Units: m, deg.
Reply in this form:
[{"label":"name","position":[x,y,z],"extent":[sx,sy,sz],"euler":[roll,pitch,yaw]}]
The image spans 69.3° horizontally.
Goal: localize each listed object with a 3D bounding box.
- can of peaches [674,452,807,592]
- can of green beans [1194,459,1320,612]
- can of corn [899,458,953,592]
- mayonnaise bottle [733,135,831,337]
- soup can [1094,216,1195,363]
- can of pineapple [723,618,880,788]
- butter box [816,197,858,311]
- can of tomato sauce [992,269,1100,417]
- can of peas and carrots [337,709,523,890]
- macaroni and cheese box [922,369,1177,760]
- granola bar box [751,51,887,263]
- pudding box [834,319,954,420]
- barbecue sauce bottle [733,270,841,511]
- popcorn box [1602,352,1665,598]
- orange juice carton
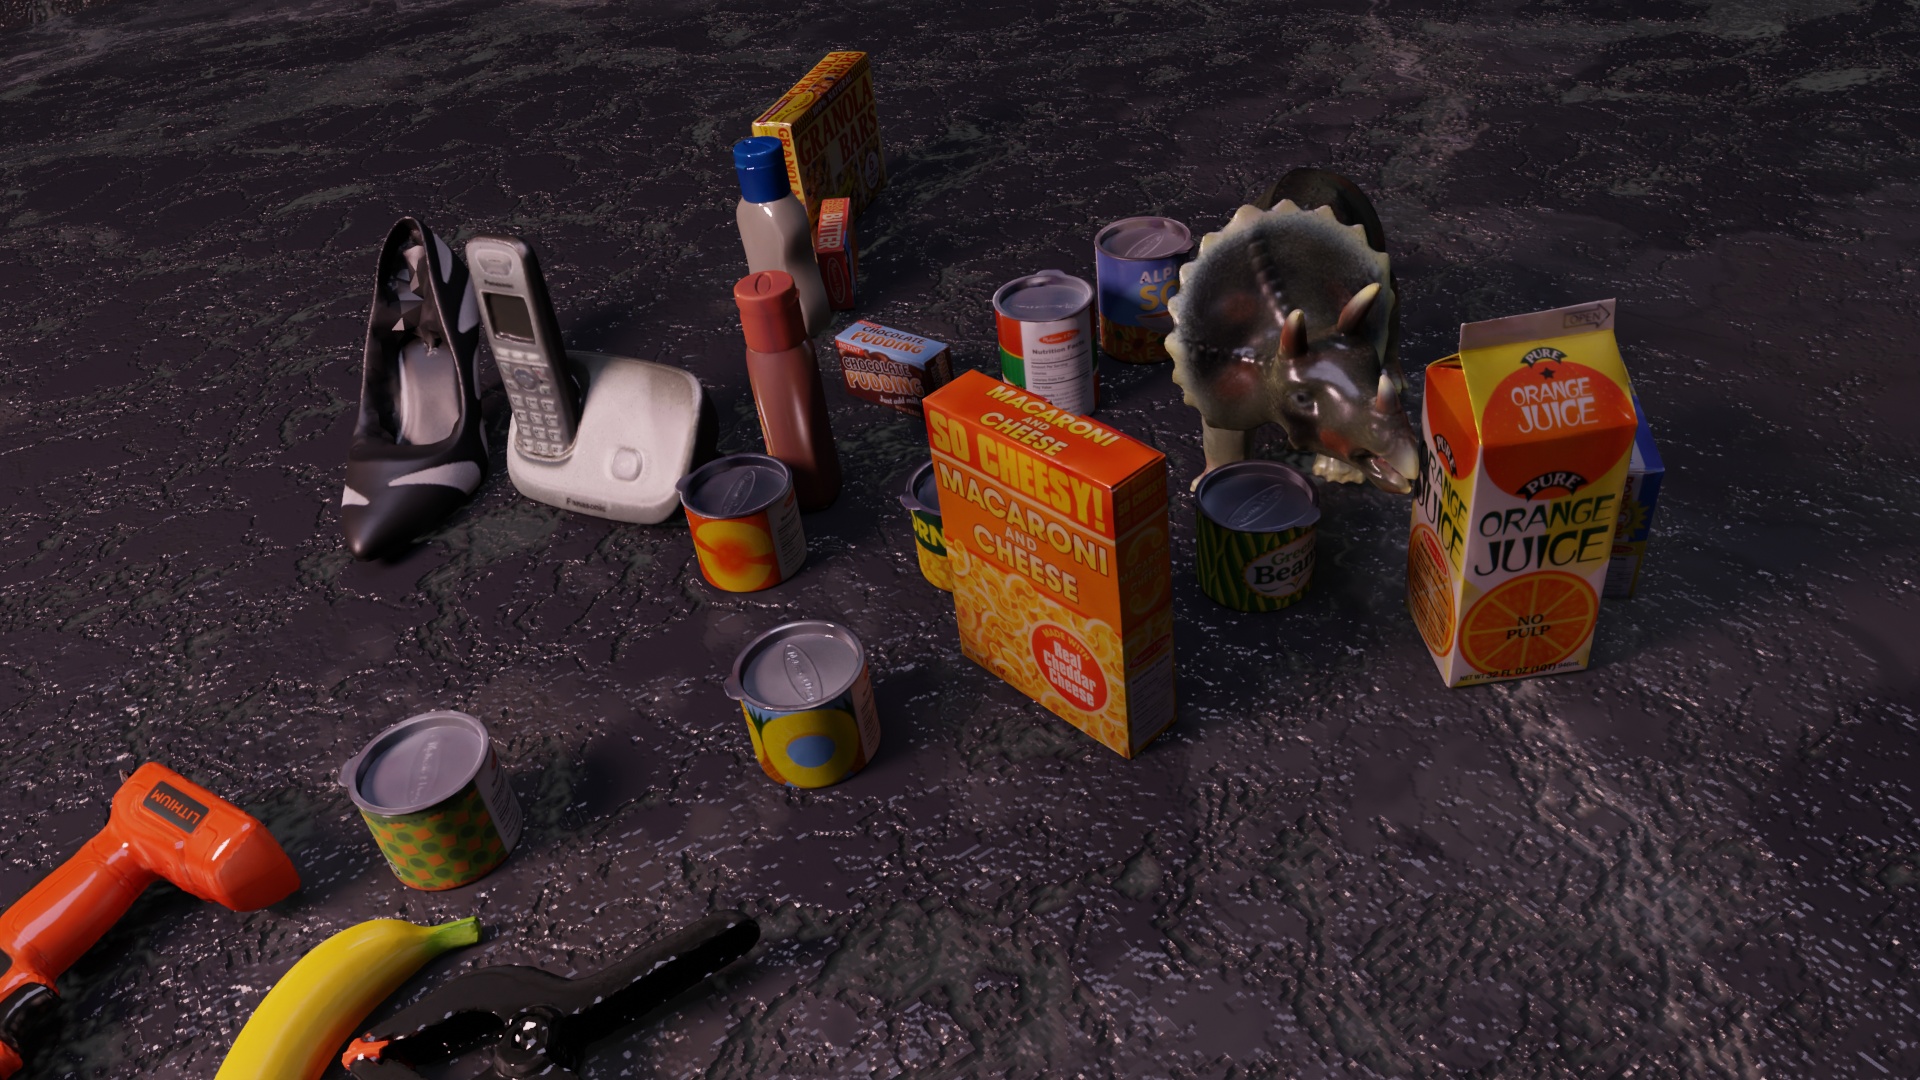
[{"label":"can of peaches","position":[-0.131,-0.011,0.832],"extent":[0.071,0.057,0.071],"euler":[-5,37,4]},{"label":"can of green beans","position":[0.163,-0.002,0.766],"extent":[0.071,0.057,0.071],"euler":[-5,37,4]},{"label":"can of corn","position":[0.003,-0.010,0.806],"extent":[0.071,0.058,0.071],"euler":[-5,37,4]},{"label":"mayonnaise bottle","position":[-0.137,-0.226,1.041],"extent":[0.065,0.147,0.041],"euler":[25,48,36]},{"label":"soup can","position":[0.132,-0.175,0.977],"extent":[0.071,0.083,0.072],"euler":[-5,37,4]},{"label":"can of pineapple","position":[-0.078,0.082,0.700],"extent":[0.071,0.057,0.071],"euler":[-5,37,4]},{"label":"butter box","position":[-0.099,-0.232,1.120],"extent":[0.024,0.052,0.104],"euler":[-6,37,3]},{"label":"can of tomato sauce","position":[0.059,-0.128,0.930],"extent":[0.071,0.082,0.071],"euler":[-5,37,4]},{"label":"can of peas and carrots","position":[-0.255,0.127,0.673],"extent":[0.071,0.058,0.071],"euler":[-5,37,4]},{"label":"macaroni and cheese box","position":[0.045,0.011,0.681],"extent":[0.040,0.165,0.124],"euler":[-34,44,-30]},{"label":"granola bar box","position":[-0.118,-0.331,1.195],"extent":[0.039,0.123,0.166],"euler":[6,39,19]},{"label":"pudding box","position":[-0.044,-0.119,0.964],"extent":[0.084,0.049,0.030],"euler":[22,46,33]},{"label":"barbecue sauce bottle","position":[-0.107,-0.093,0.860],"extent":[0.044,0.147,0.065],"euler":[-8,37,1]},{"label":"popcorn box","position":[0.344,-0.040,0.759],"extent":[0.038,0.084,0.127],"euler":[1,38,12]},{"label":"orange juice carton","position":[0.265,-0.025,0.666],"extent":[0.072,0.191,0.073],"euler":[-8,37,0]}]
